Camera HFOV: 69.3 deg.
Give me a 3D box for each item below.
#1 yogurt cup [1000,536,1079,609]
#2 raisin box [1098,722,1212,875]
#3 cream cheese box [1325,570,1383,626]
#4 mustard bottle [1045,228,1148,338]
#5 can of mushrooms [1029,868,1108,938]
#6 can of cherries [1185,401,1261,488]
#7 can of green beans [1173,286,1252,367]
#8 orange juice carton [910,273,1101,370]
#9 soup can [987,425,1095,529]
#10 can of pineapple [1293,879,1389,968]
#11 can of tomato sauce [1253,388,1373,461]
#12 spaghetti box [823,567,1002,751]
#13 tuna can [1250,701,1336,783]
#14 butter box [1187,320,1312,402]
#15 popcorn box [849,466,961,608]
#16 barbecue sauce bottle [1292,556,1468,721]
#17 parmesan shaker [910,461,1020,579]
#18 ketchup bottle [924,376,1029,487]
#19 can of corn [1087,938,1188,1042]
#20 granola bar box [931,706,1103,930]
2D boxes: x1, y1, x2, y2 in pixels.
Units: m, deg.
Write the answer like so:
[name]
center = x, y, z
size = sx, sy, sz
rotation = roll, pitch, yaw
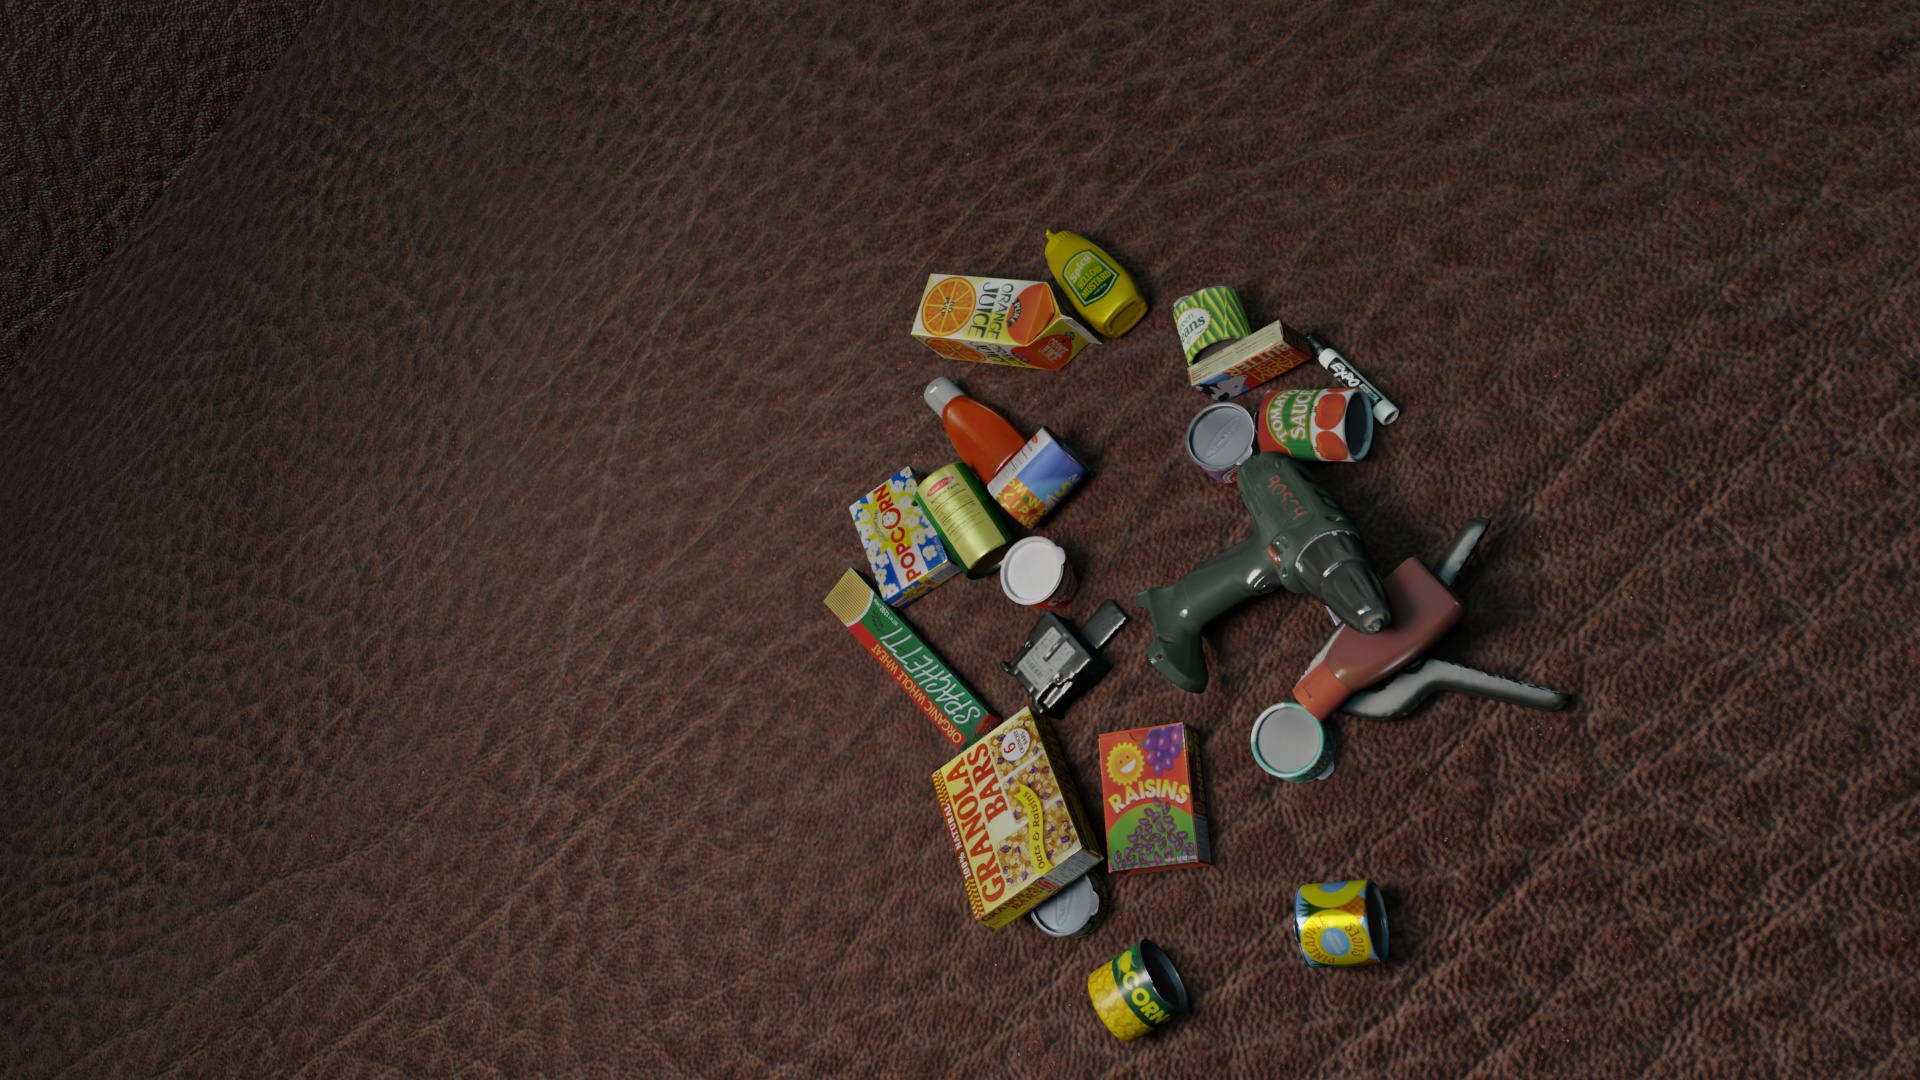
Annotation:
[yogurt cup]
center = 0.080, 0.035, 1.352
size = 0.072, 0.054, 0.072
rotation = -11, 68, 29
[raisin box]
center = 0.172, 0.230, 1.235
size = 0.086, 0.040, 0.124
rotation = -14, 65, 28
[cream cheese box]
center = 0.332, 0.026, 1.216
size = 0.053, 0.024, 0.104
rotation = -35, 58, 17
[mustard bottle]
center = 0.128, -0.277, 1.438
size = 0.065, 0.048, 0.161
rotation = -43, 56, 9
[can of mushrooms]
center = 0.099, 0.324, 1.250
size = 0.071, 0.033, 0.071
rotation = -12, 67, 29
[can of cherries]
center = 0.251, -0.085, 1.287
size = 0.071, 0.058, 0.072
rotation = -11, 67, 28
[can of green beans]
center = 0.243, -0.200, 1.328
size = 0.071, 0.071, 0.058
rotation = -23, 63, 24
[orange juice carton]
center = 0.051, -0.227, 1.454
size = 0.193, 0.072, 0.073
rotation = 12, 80, 35
[soup can]
center = 0.080, -0.060, 1.382
size = 0.083, 0.071, 0.071
rotation = -47, 55, 11
[can of pineapple]
center = 0.304, 0.306, 1.106
size = 0.058, 0.071, 0.071
rotation = -13, 67, 28
[can of tomato sauce]
center = 0.316, -0.104, 1.240
size = 0.083, 0.071, 0.071
rotation = 3, 75, 39
[spaghetti box]
center = -0.052, 0.120, 1.421
size = 0.050, 0.028, 0.251
rotation = -52, 54, 7
[tuna can]
center = 0.286, 0.174, 1.187
size = 0.071, 0.033, 0.071
rotation = -11, 67, 29
[butter box]
center = 0.269, -0.166, 1.296
size = 0.103, 0.053, 0.024
rotation = -27, 60, 35
[popcorn box]
center = -0.058, -0.003, 1.462
size = 0.085, 0.038, 0.127
rotation = -34, 58, 18
[barbecue sauce bottle]
center = 0.334, 0.084, 1.124
size = 0.148, 0.043, 0.065
rotation = -47, 48, 16
[parmesan shaker]
center = 0.005, -0.018, 1.401
size = 0.071, 0.071, 0.103
rotation = -39, 69, 15
[ketchup bottle]
center = 0.015, -0.117, 1.454
size = 0.064, 0.043, 0.149
rotation = -48, 55, 10
[can of corn]
center = 0.150, 0.382, 1.175
size = 0.058, 0.071, 0.071
rotation = -38, 57, 17
[granola bar box]
center = 0.049, 0.254, 1.279
size = 0.124, 0.039, 0.166
rotation = -38, 42, 16
